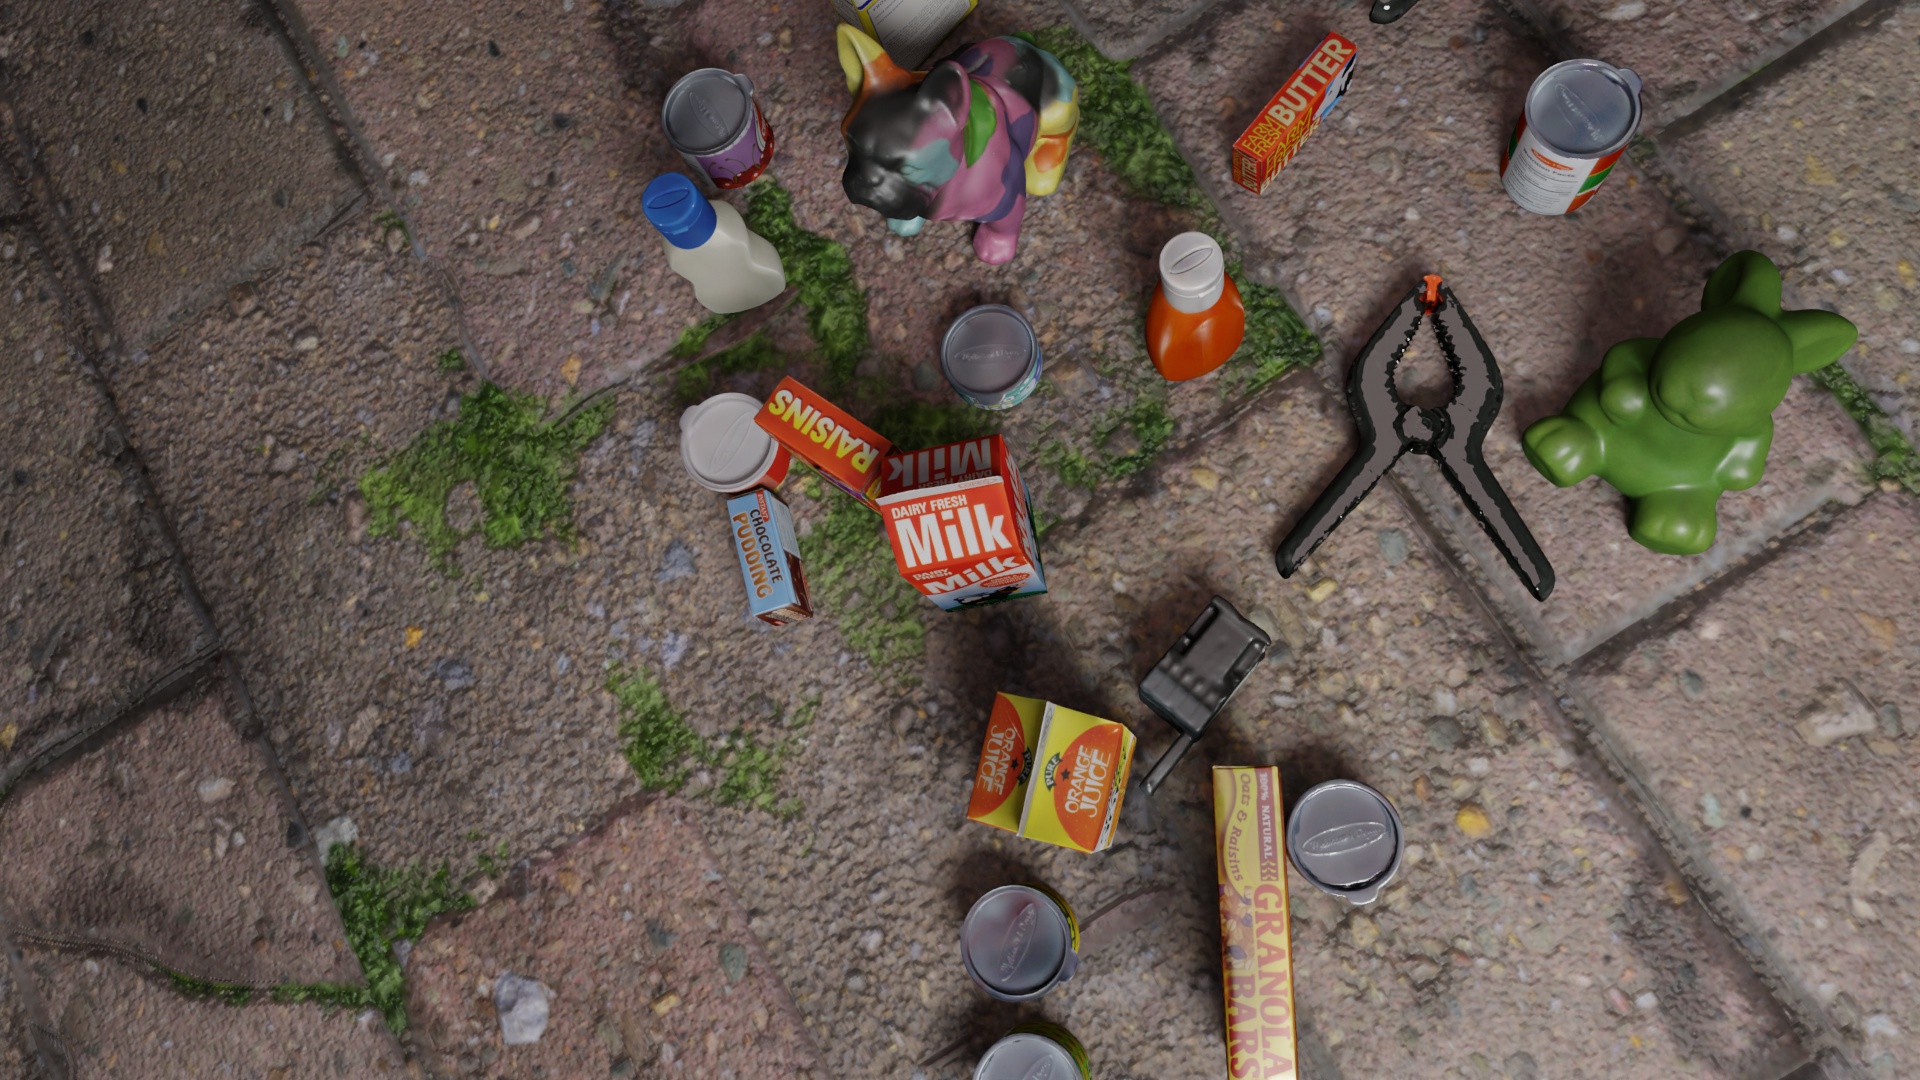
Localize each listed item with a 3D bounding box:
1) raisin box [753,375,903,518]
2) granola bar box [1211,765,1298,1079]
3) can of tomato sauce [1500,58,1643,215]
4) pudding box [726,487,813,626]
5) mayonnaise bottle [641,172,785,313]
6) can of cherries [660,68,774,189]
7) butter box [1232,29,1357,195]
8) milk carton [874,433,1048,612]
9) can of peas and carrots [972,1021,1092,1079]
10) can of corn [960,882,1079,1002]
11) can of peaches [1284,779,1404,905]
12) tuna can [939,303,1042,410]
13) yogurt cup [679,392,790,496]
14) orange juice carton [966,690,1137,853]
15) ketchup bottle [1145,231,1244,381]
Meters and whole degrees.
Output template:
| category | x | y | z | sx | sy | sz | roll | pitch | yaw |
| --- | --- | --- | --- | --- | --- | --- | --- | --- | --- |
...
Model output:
| category | x | y | z | sx | sy | sz | roll | pitch | yaw |
| --- | --- | --- | --- | --- | --- | --- | --- | --- | --- |
| raisin box | -0.072 | -0.053 | 0.890 | 0.086 | 0.123 | 0.040 | 34 | 86 | 15 |
| granola bar box | 0.166 | 0.213 | 0.791 | 0.039 | 0.124 | 0.166 | -3 | 78 | 10 |
| can of tomato sauce | 0.382 | -0.253 | 0.873 | 0.071 | 0.083 | 0.071 | -2 | 78 | 10 |
| pudding box | -0.126 | 0.012 | 0.925 | 0.030 | 0.049 | 0.084 | -17 | 76 | 6 |
| mayonnaise bottle | -0.166 | -0.197 | 0.925 | 0.065 | 0.148 | 0.041 | -17 | 76 | 7 |
| can of cherries | -0.170 | -0.294 | 0.993 | 0.071 | 0.058 | 0.071 | -2 | 78 | 10 |
| butter box | 0.222 | -0.283 | 0.923 | 0.024 | 0.053 | 0.103 | 40 | 87 | 15 |
| milk carton | 0.003 | -0.010 | 0.833 | 0.072 | 0.190 | 0.073 | -12 | 77 | 8 |
| can of peas and carrots | 0.046 | 0.324 | 0.823 | 0.071 | 0.058 | 0.071 | -2 | 78 | 10 |
| can of corn | 0.040 | 0.243 | 0.842 | 0.071 | 0.058 | 0.071 | -2 | 78 | 10 |
| can of peaches | 0.226 | 0.178 | 0.822 | 0.071 | 0.058 | 0.071 | -2 | 78 | 10 |
| tuna can | 0.021 | -0.120 | 0.935 | 0.071 | 0.033 | 0.071 | -2 | 78 | 10 |
| yogurt cup | -0.149 | -0.061 | 0.942 | 0.072 | 0.054 | 0.072 | -2 | 78 | 10 |
| orange juice carton | 0.053 | 0.133 | 0.793 | 0.073 | 0.192 | 0.072 | 13 | 81 | 13 |
| ketchup bottle | 0.144 | -0.144 | 0.858 | 0.065 | 0.148 | 0.043 | -30 | 75 | 3 |
